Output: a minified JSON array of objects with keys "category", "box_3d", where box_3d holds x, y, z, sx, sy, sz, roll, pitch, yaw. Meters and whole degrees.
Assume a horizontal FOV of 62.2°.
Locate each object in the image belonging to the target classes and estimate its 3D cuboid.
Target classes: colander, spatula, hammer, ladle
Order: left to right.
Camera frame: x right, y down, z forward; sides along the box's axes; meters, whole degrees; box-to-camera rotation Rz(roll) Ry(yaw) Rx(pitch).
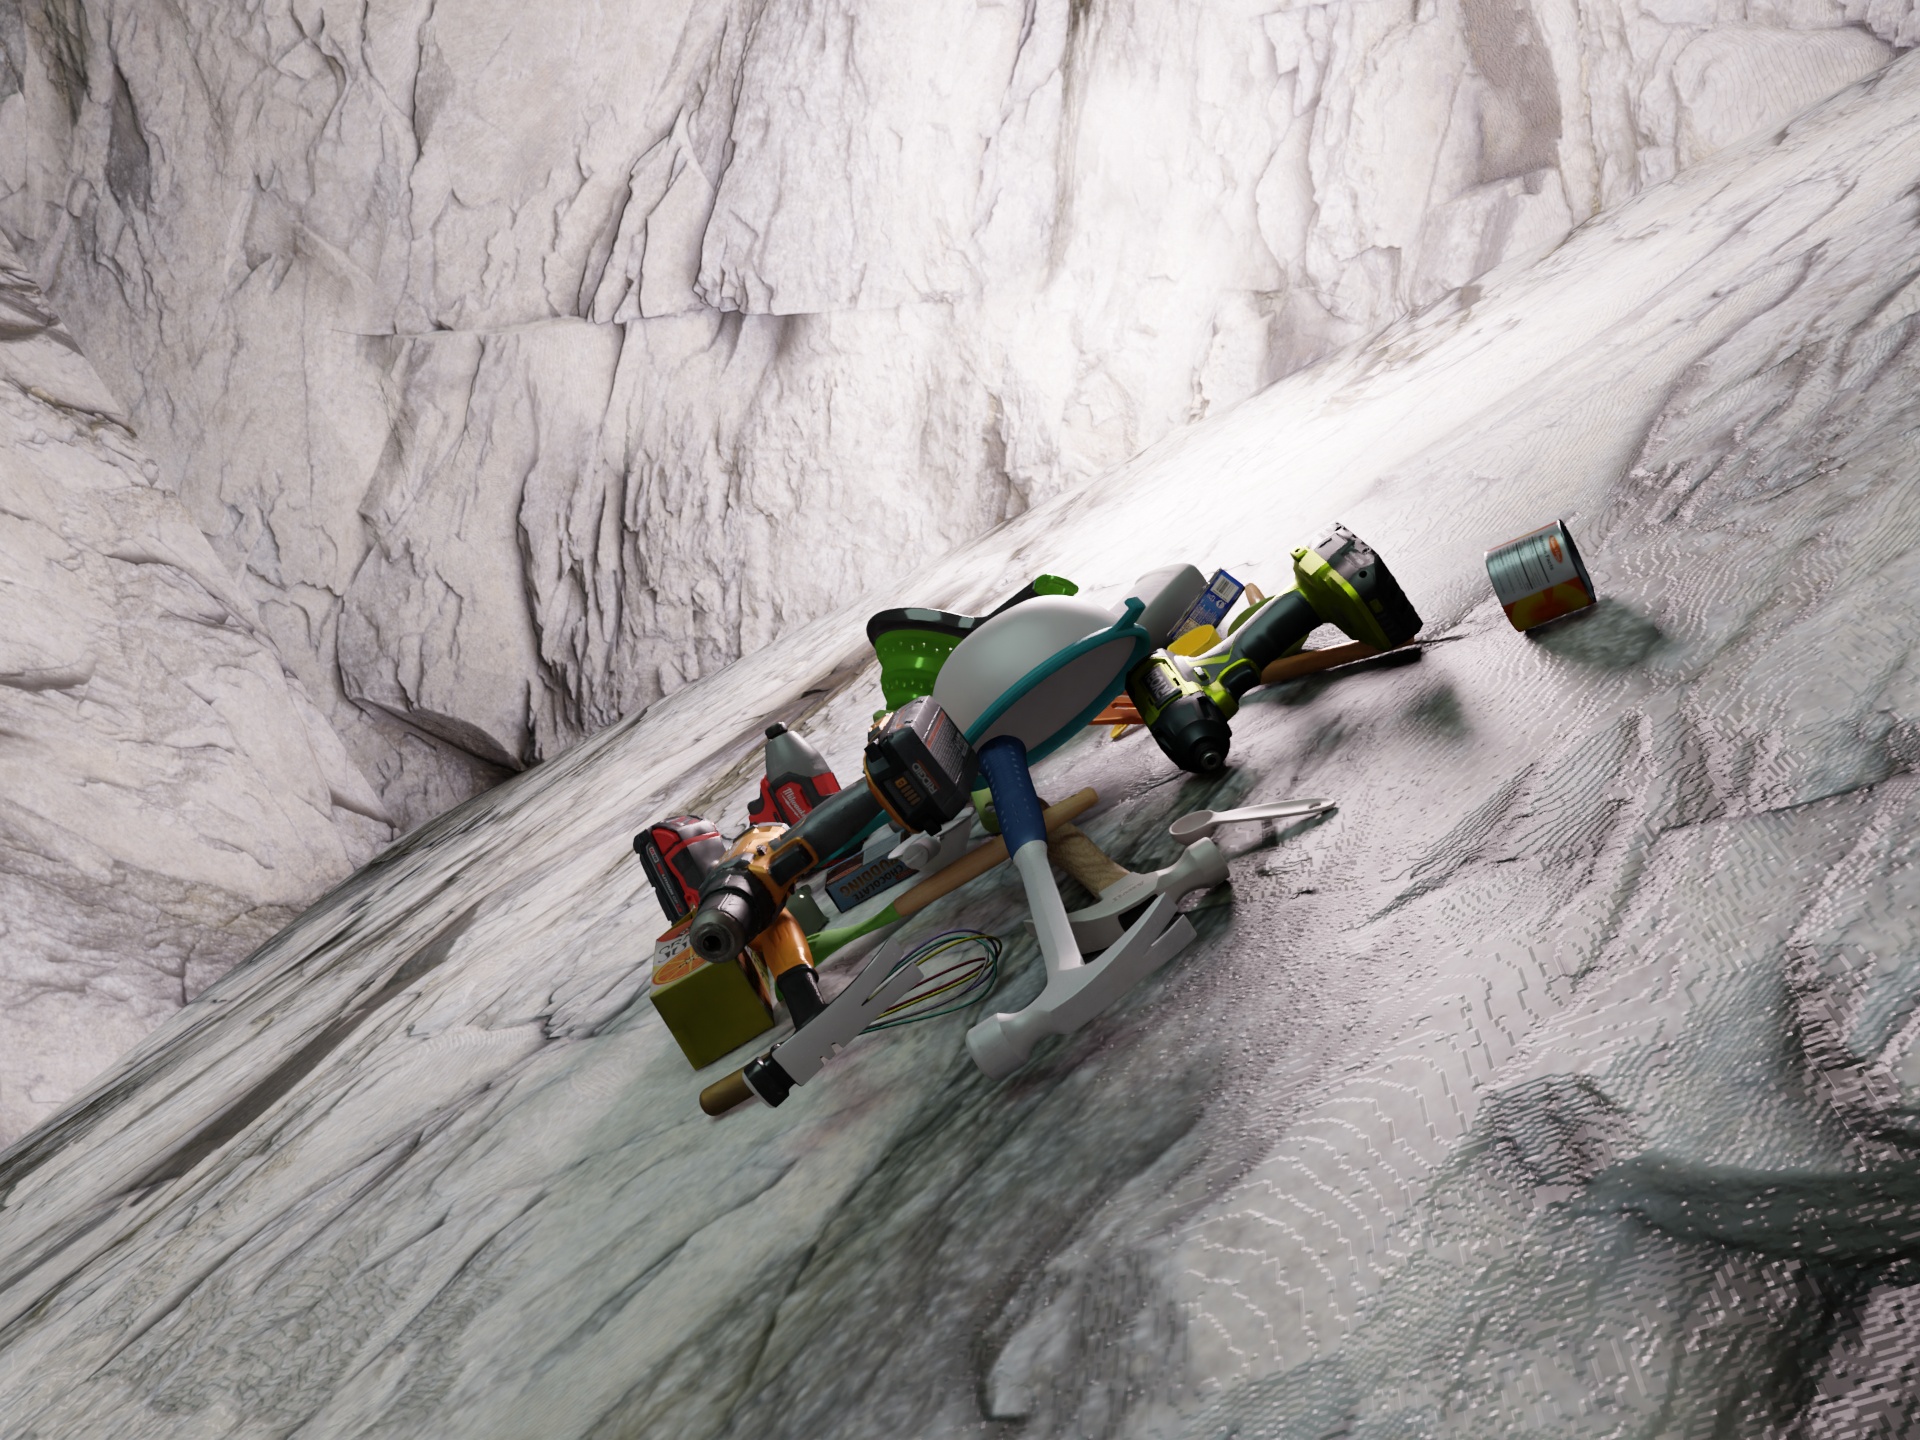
[{"category":"hammer","box_3d":[-0.114,0.174,1.141,0.127,0.034,0.337,-41,13,-6]},{"category":"colander","box_3d":[0.014,-0.051,1.618,0.397,0.204,0.094,-32,37,65]},{"category":"hammer","box_3d":[0.054,0.093,1.081,0.144,0.035,0.406,-34,19,7]},{"category":"hammer","box_3d":[0.085,0.102,1.175,0.130,0.031,0.331,-30,12,-6]},{"category":"spatula","box_3d":[0.242,-0.042,1.373,0.322,0.041,0.081,-15,34,44]},{"category":"ladle","box_3d":[0.286,-0.112,1.523,0.078,0.062,0.320,-27,10,11]}]

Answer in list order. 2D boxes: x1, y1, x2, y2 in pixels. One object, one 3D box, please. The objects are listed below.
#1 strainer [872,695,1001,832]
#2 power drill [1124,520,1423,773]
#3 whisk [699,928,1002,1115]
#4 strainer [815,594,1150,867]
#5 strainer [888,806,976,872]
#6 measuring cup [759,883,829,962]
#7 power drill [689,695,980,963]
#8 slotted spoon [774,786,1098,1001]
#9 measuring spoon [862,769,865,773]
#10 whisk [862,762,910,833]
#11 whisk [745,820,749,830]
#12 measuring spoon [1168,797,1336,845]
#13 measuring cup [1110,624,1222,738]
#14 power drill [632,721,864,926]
[{"category":"strainer","box_3d":[0.010,0.055,1.483,0.151,0.069,0.257,-8,27,-8]},{"category":"power drill","box_3d":[0.246,-0.050,1.273,0.223,0.080,0.171,-37,23,8]},{"category":"whisk","box_3d":[-0.075,0.212,1.094,0.245,0.051,0.047,-31,-9,12]},{"category":"strainer","box_3d":[-0.002,-0.004,1.333,0.340,0.095,0.210,-33,-17,-9]},{"category":"strainer","box_3d":[-0.025,0.104,1.287,0.087,0.050,0.258,-29,-3,4]},{"category":"measuring cup","box_3d":[-0.159,0.168,1.445,0.083,0.038,0.168,-28,12,8]},{"category":"power drill","box_3d":[-0.101,0.088,1.180,0.226,0.084,0.185,-35,8,14]},{"category":"slotted spoon","box_3d":[-0.027,0.132,1.225,0.313,0.031,0.070,-32,8,19]},{"category":"measuring spoon","box_3d":[-0.037,0.047,1.612,0.128,0.021,0.042,-11,18,-15]},{"category":"whisk","box_3d":[-0.066,0.072,1.620,0.055,0.055,0.239,-29,17,2]},{"category":"whisk","box_3d":[-0.235,0.142,1.710,0.246,0.059,0.057,-50,-15,-48]},{"category":"measuring spoon","box_3d":[0.201,0.070,1.089,0.124,0.018,0.034,-12,18,35]},{"category":"measuring cup","box_3d":[0.194,-0.030,1.493,0.156,0.029,0.062,-48,19,-23]},{"category":"power drill","box_3d":[-0.202,0.103,1.516,0.219,0.143,0.078,-31,-8,30]}]
